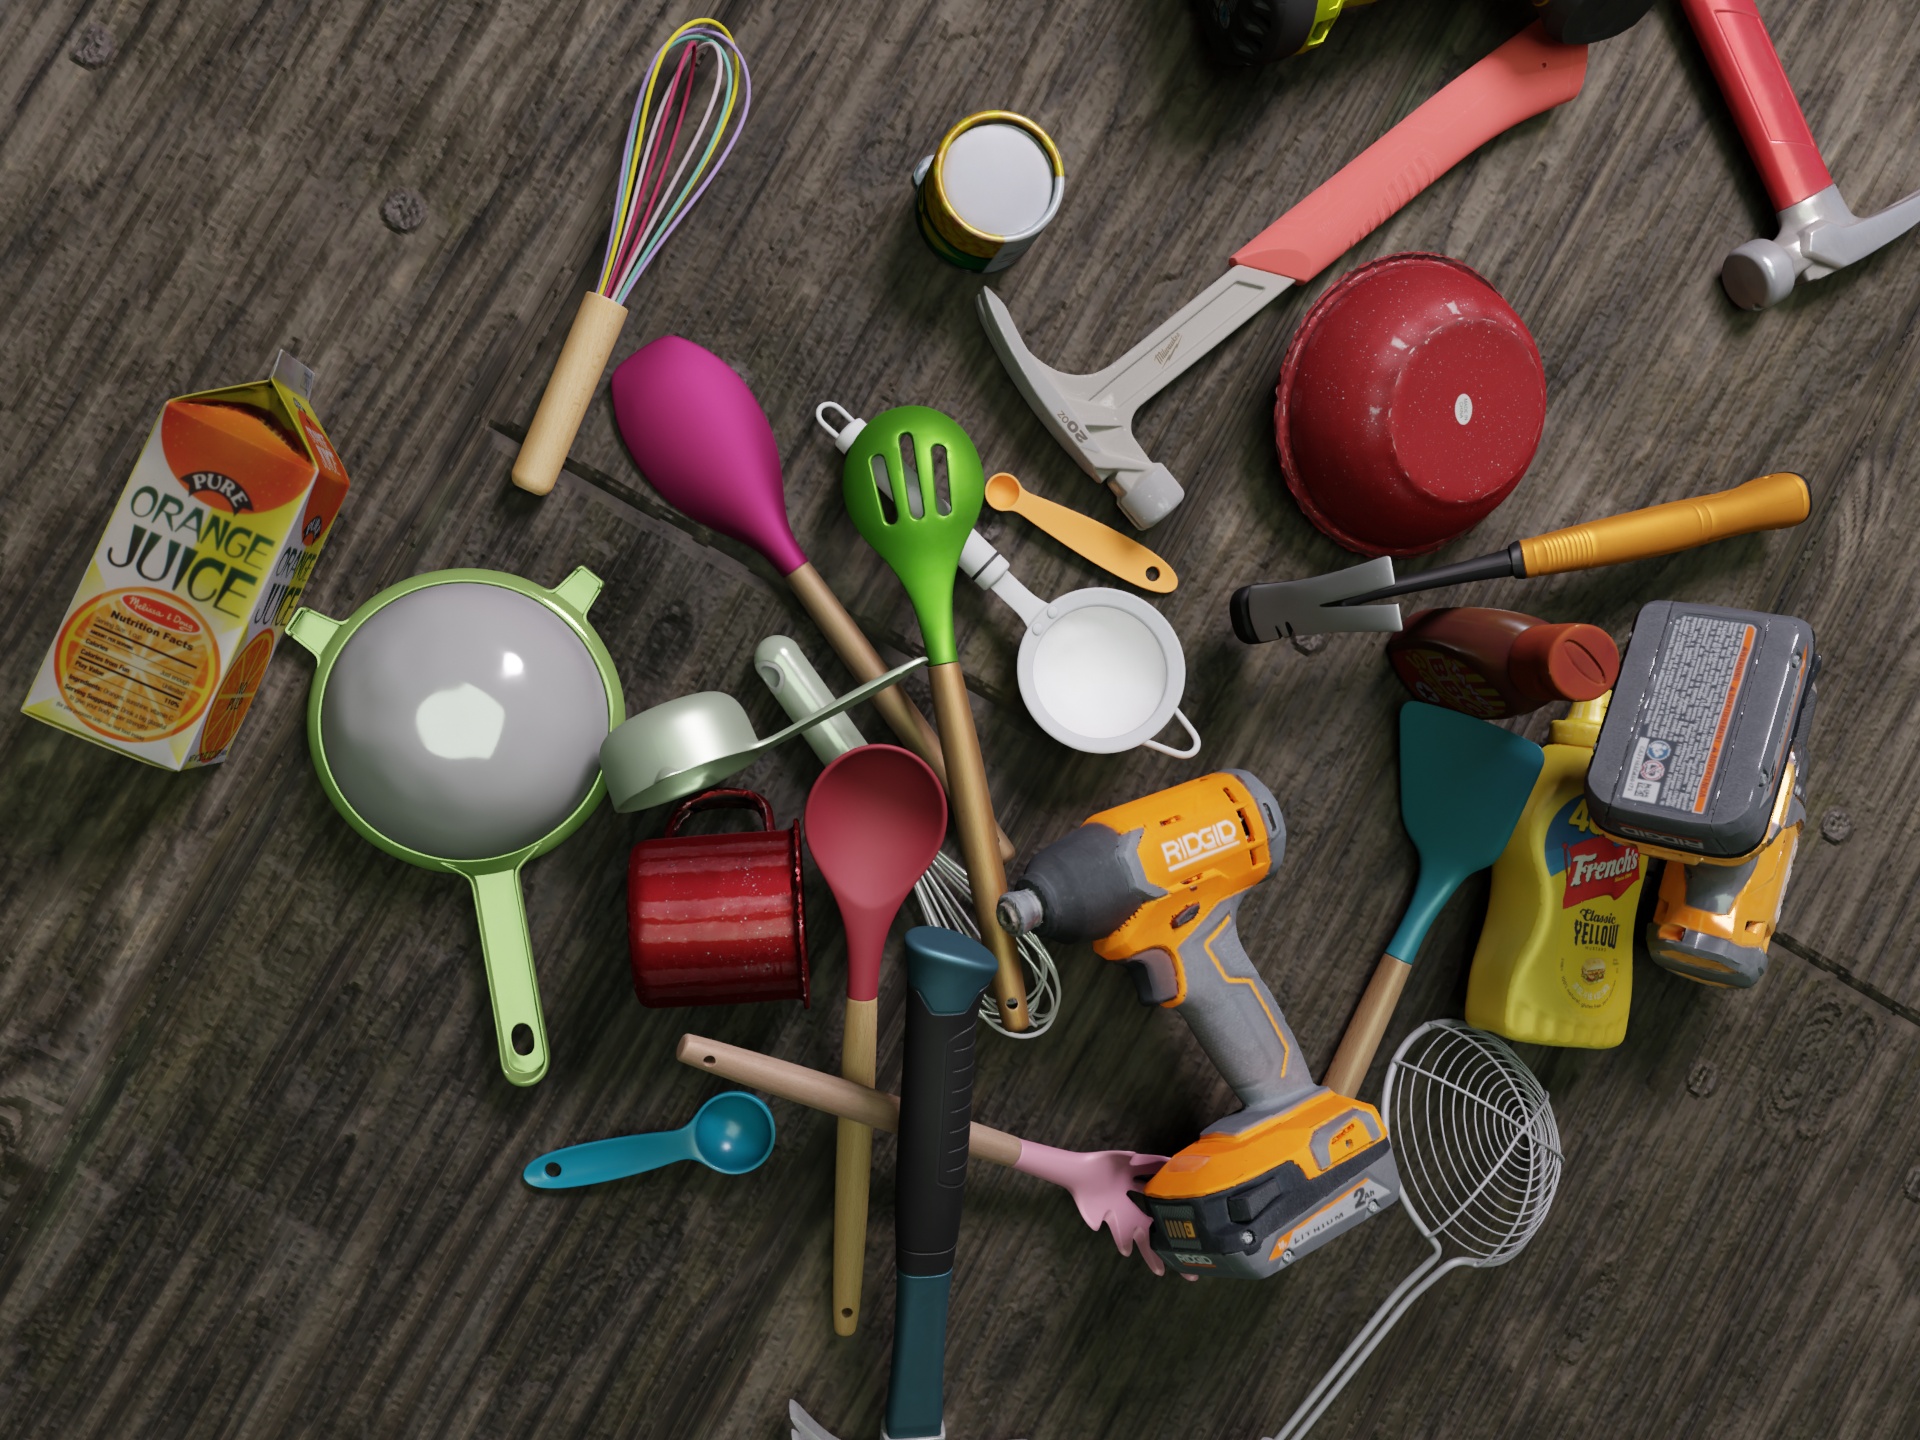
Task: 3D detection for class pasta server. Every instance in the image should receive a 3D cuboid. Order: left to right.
[{"bbox_3d":[0.007,0.211,0.790,0.316,0.040,0.060,24,93,-22],"label":"pasta server"}]

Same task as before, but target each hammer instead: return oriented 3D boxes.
[{"bbox_3d":[-0.015,0.251,0.769,0.128,0.033,0.331,0,110,-11],"label":"hammer"},{"bbox_3d":[0.184,-0.266,0.837,0.359,0.037,0.149,-39,98,-6],"label":"hammer"},{"bbox_3d":[0.312,-0.088,0.820,0.337,0.127,0.034,-13,94,-20],"label":"hammer"},{"bbox_3d":[0.413,-0.429,0.872,0.143,0.038,0.386,-29,96,-9],"label":"hammer"}]

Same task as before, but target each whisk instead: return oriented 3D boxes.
[{"bbox_3d":[-0.167,-0.226,0.775,0.051,0.047,0.245,23,91,4],"label":"whisk"},{"bbox_3d":[-0.027,0.059,0.809,0.059,0.058,0.246,-39,96,-41],"label":"whisk"}]

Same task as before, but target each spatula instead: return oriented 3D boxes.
[{"bbox_3d":[0.217,0.149,0.849,0.044,0.082,0.317,22,92,-52],"label":"spatula"}]

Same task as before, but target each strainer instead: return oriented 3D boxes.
[{"bbox_3d":[-0.229,0.053,0.757,0.151,0.069,0.256,-9,92,-10],"label":"strainer"},{"bbox_3d":[0.022,-0.071,0.813,0.258,0.050,0.087,44,78,-2],"label":"strainer"}]

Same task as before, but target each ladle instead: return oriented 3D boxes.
[{"bbox_3d":[-0.049,0.162,0.792,0.069,0.031,0.315,3,101,-5],"label":"ladle"}]

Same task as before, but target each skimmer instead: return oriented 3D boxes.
[{"bbox_3d":[0.196,0.329,0.859,0.127,0.090,0.363,33,96,-20],"label":"skimmer"}]

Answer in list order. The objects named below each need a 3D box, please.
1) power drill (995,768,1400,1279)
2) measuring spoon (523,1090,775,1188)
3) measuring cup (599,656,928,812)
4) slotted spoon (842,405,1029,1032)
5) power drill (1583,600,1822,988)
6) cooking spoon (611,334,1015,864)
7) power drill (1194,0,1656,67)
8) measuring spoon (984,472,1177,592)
[{"bbox_3d":[0.112,0.150,0.782,0.164,0.084,0.226,-16,84,-32],"label":"power drill"},{"bbox_3d":[-0.156,0.215,0.805,0.128,0.021,0.042,-11,94,0],"label":"measuring spoon"},{"bbox_3d":[-0.097,-0.006,0.766,0.167,0.083,0.038,-26,83,4],"label":"measuring cup"},{"bbox_3d":[-0.001,-0.002,0.779,0.070,0.031,0.314,-11,90,1],"label":"slotted spoon"},{"bbox_3d":[0.390,0.019,0.807,0.226,0.084,0.185,42,67,-51],"label":"power drill"},{"bbox_3d":[-0.068,-0.056,0.808,0.069,0.017,0.319,-36,97,-6],"label":"cooking spoon"},{"bbox_3d":[0.228,-0.430,0.812,0.228,0.080,0.191,-13,76,-10],"label":"power drill"},{"bbox_3d":[0.063,-0.097,0.836,0.117,0.011,0.021,27,86,-13],"label":"measuring spoon"}]
